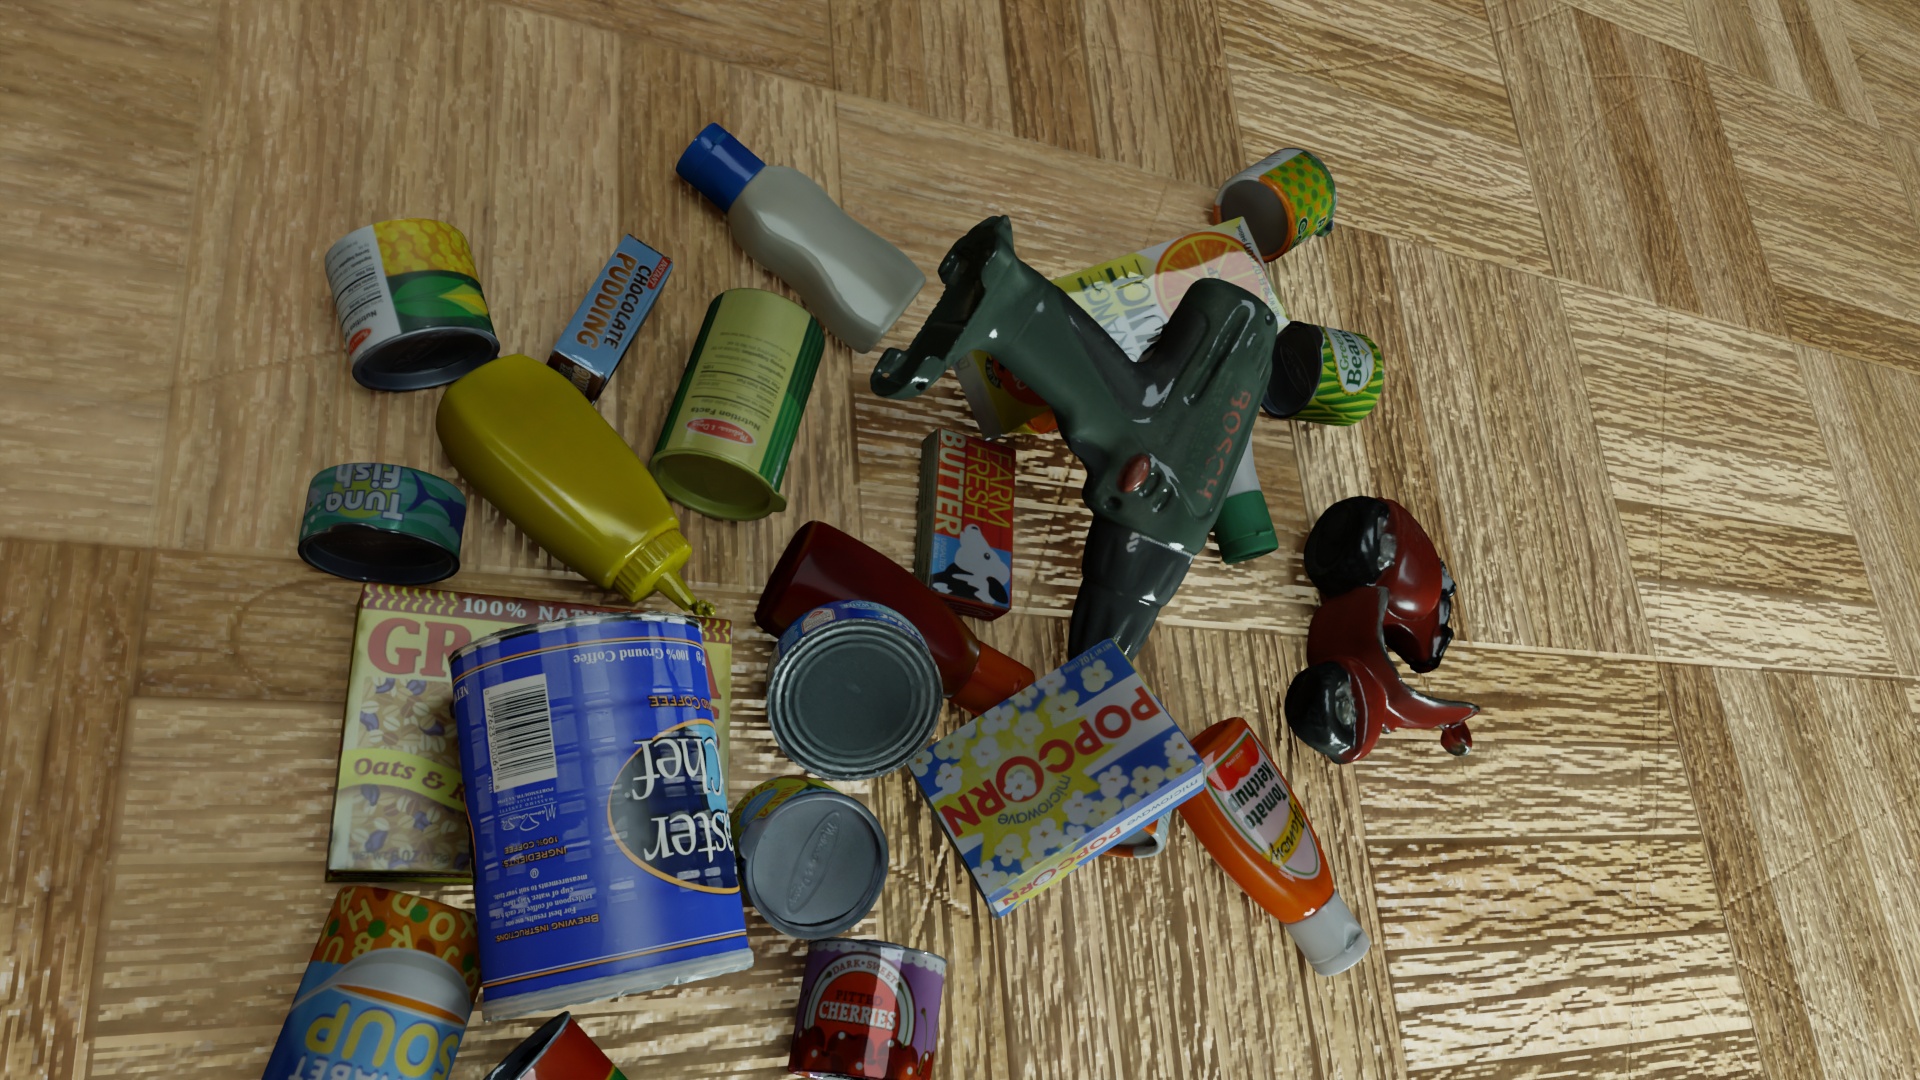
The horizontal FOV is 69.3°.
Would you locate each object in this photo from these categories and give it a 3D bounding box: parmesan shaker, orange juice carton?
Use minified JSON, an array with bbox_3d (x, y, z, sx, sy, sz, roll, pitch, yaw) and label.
[{"bbox_3d":[-0.111,-0.069,0.718,0.071,0.071,0.103,25,59,-19],"label":"parmesan shaker"},{"bbox_3d":[0.089,-0.121,0.831,0.193,0.073,0.072,-20,81,-11],"label":"orange juice carton"}]

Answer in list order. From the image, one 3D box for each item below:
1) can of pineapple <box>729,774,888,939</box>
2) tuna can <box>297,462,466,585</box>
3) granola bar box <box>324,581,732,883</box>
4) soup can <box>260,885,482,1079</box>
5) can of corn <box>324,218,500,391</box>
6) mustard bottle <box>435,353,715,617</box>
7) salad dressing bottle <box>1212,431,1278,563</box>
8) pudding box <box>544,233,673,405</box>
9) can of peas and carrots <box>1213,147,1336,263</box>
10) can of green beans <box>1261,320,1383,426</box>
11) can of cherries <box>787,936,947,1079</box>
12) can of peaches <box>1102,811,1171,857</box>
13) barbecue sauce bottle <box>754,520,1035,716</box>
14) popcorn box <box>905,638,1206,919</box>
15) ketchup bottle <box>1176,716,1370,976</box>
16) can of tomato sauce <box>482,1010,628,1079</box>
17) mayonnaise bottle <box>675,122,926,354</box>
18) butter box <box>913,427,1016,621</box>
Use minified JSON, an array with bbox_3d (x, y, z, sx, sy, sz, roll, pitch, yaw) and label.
[{"bbox_3d":[-0.074,0.144,0.645,0.071,0.058,0.071,1,88,-21],"label":"can of pineapple"},{"bbox_3d":[-0.253,-0.007,0.608,0.071,0.070,0.033,10,64,-26],"label":"tuna can"},{"bbox_3d":[-0.189,0.090,0.624,0.166,0.039,0.124,8,67,-27],"label":"granola bar box"},{"bbox_3d":[-0.226,0.185,0.543,0.071,0.071,0.084,24,60,-20],"label":"soup can"},{"bbox_3d":[-0.256,-0.110,0.653,0.071,0.071,0.058,-13,77,-33],"label":"can of corn"},{"bbox_3d":[-0.176,-0.017,0.656,0.160,0.048,0.065,45,47,6],"label":"mustard bottle"},{"bbox_3d":[0.164,-0.060,0.888,0.064,0.043,0.148,-9,76,-28],"label":"salad dressing bottle"},{"bbox_3d":[-0.180,-0.108,0.705,0.030,0.049,0.084,30,58,-15],"label":"pudding box"},{"bbox_3d":[0.223,-0.234,0.980,0.059,0.070,0.071,-35,90,-35],"label":"can of peas and carrots"},{"bbox_3d":[0.242,-0.112,0.940,0.058,0.071,0.071,4,68,-29],"label":"can of green beans"},{"bbox_3d":[-0.043,0.217,0.636,0.071,0.071,0.058,20,63,-22],"label":"can of cherries"},{"bbox_3d":[0.080,0.131,0.747,0.071,0.071,0.058,27,60,-18],"label":"can of peaches"},{"bbox_3d":[-0.030,0.050,0.729,0.148,0.043,0.065,30,70,-17],"label":"barbecue sauce bottle"},{"bbox_3d":[0.048,0.118,0.699,0.127,0.038,0.085,-30,58,-7],"label":"popcorn box"},{"bbox_3d":[0.178,0.178,0.797,0.065,0.043,0.149,-34,90,-36],"label":"ketchup bottle"},{"bbox_3d":[-0.157,0.246,0.559,0.083,0.071,0.071,49,55,-4],"label":"can of tomato sauce"},{"bbox_3d":[-0.093,-0.175,0.790,0.148,0.041,0.065,39,54,-9],"label":"mayonnaise bottle"},{"bbox_3d":[0.003,-0.010,0.785,0.053,0.024,0.104,15,63,-25],"label":"butter box"}]
